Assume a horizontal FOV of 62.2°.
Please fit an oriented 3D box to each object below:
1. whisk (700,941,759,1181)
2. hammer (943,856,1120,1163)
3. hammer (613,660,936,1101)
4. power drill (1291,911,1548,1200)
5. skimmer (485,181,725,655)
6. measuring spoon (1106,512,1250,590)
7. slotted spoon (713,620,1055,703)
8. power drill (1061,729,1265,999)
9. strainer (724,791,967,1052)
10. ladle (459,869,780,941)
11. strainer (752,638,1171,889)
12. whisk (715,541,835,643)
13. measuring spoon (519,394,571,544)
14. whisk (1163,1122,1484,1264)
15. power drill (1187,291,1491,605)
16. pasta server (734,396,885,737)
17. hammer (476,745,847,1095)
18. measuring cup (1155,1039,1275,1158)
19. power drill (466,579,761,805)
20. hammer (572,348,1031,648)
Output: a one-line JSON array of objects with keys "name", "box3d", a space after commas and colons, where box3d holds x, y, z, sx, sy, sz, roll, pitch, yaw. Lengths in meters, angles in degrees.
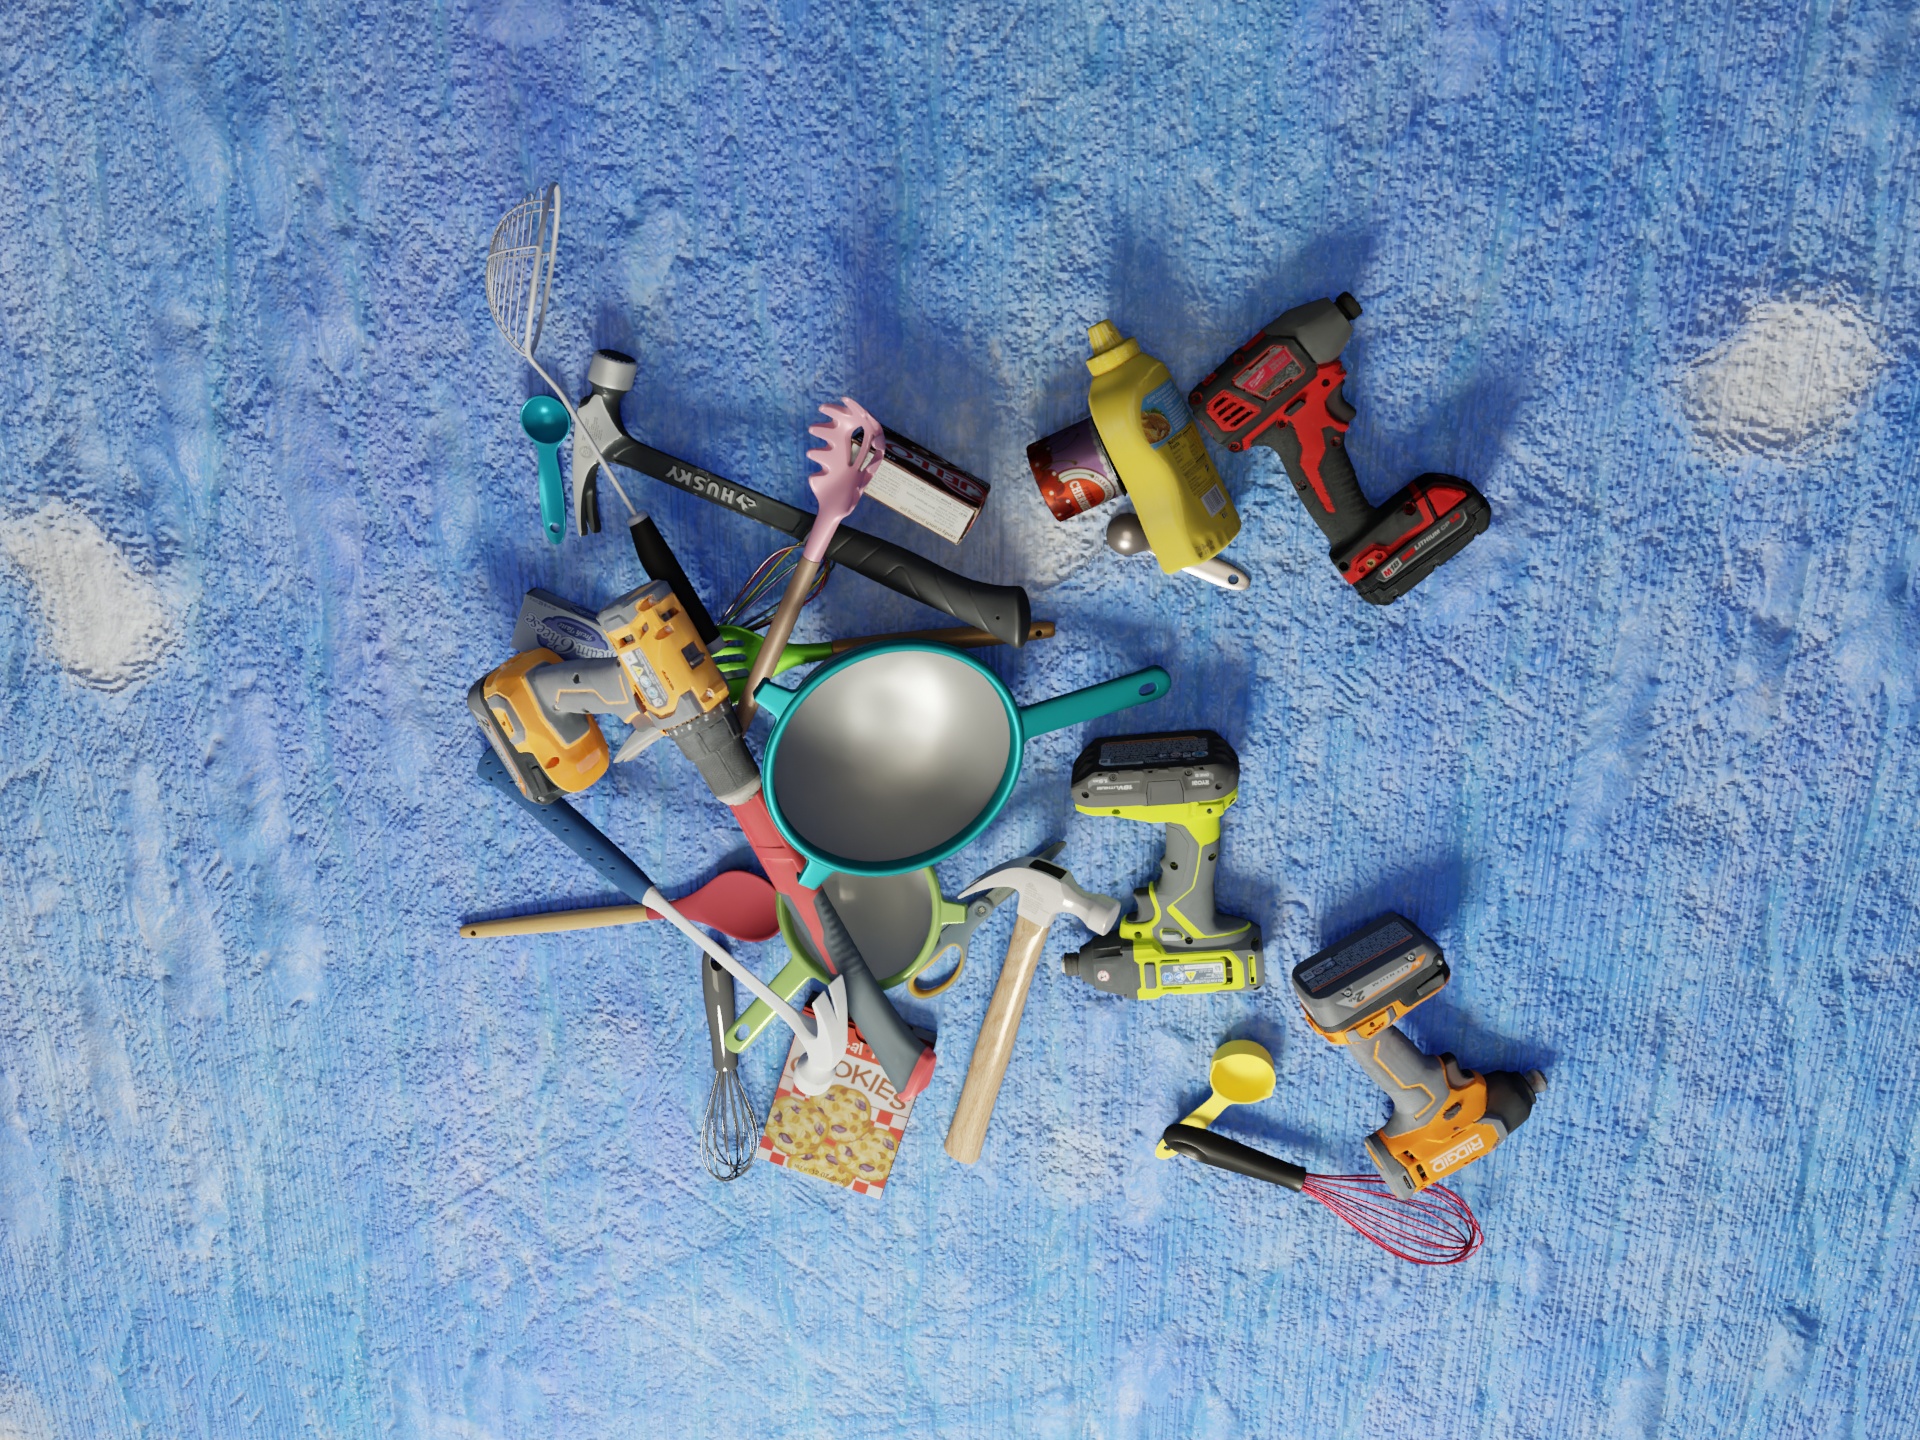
[{"name": "whisk", "box3d": [-0.218, 0.314, 1.456, 0.055, 0.055, 0.239, -1, 104, 7]}, {"name": "hammer", "box3d": [0.035, 0.258, 1.383, 0.130, 0.031, 0.331, 27, 122, 19]}, {"name": "hammer", "box3d": [-0.145, 0.149, 1.329, 0.143, 0.038, 0.386, -33, 82, 17]}, {"name": "power drill", "box3d": [0.393, 0.279, 1.345, 0.164, 0.084, 0.226, -29, 107, 0]}, {"name": "skimmer", "box3d": [-0.252, -0.221, 1.212, 0.090, 0.127, 0.363, -29, 106, -2]}, {"name": "measuring spoon", "box3d": [0.175, -0.130, 1.269, 0.124, 0.018, 0.034, 22, 110, -2]}, {"name": "slotted spoon", "box3d": [-0.078, -0.058, 1.298, 0.313, 0.031, 0.070, -6, 114, -2]}, {"name": "power drill", "box3d": [0.162, 0.128, 1.329, 0.171, 0.080, 0.223, -4, 111, 8]}, {"name": "strainer", "box3d": [-0.111, 0.192, 1.377, 0.151, 0.069, 0.256, 45, 106, 11]}, {"name": "ladle", "box3d": [-0.304, 0.176, 1.428, 0.315, 0.031, 0.069, -7, 105, 11]}, {"name": "strainer", "box3d": [-0.002, -0.004, 1.286, 0.340, 0.095, 0.210, -16, 122, -11]}, {"name": "whisk", "box3d": [-0.197, -0.075, 1.327, 0.245, 0.051, 0.047, -35, 80, 21]}, {"name": "measuring spoon", "box3d": [-0.336, -0.208, 1.310, 0.042, 0.021, 0.128, 5, 118, 4]}, {"name": "whisk", "box3d": [0.321, 0.413, 1.411, 0.296, 0.073, 0.073, 19, 110, 2]}, {"name": "power drill", "box3d": [0.292, -0.208, 1.201, 0.143, 0.078, 0.219, -40, 97, 17]}, {"name": "pasta server", "box3d": [-0.129, -0.101, 1.217, 0.060, 0.040, 0.316, 36, 116, 21]}, {"name": "hammer", "box3d": [-0.252, 0.149, 1.335, 0.406, 0.035, 0.144, 38, 142, 14]}, {"name": "measuring cup", "box3d": [0.223, 0.341, 1.424, 0.062, 0.029, 0.156, 32, 121, -9]}, {"name": "power drill", "box3d": [-0.271, 0.002, 1.276, 0.226, 0.084, 0.185, -18, 107, 36]}, {"name": "hammer", "box3d": [-0.130, -0.149, 1.242, 0.409, 0.036, 0.149, 25, 111, 13]}]
